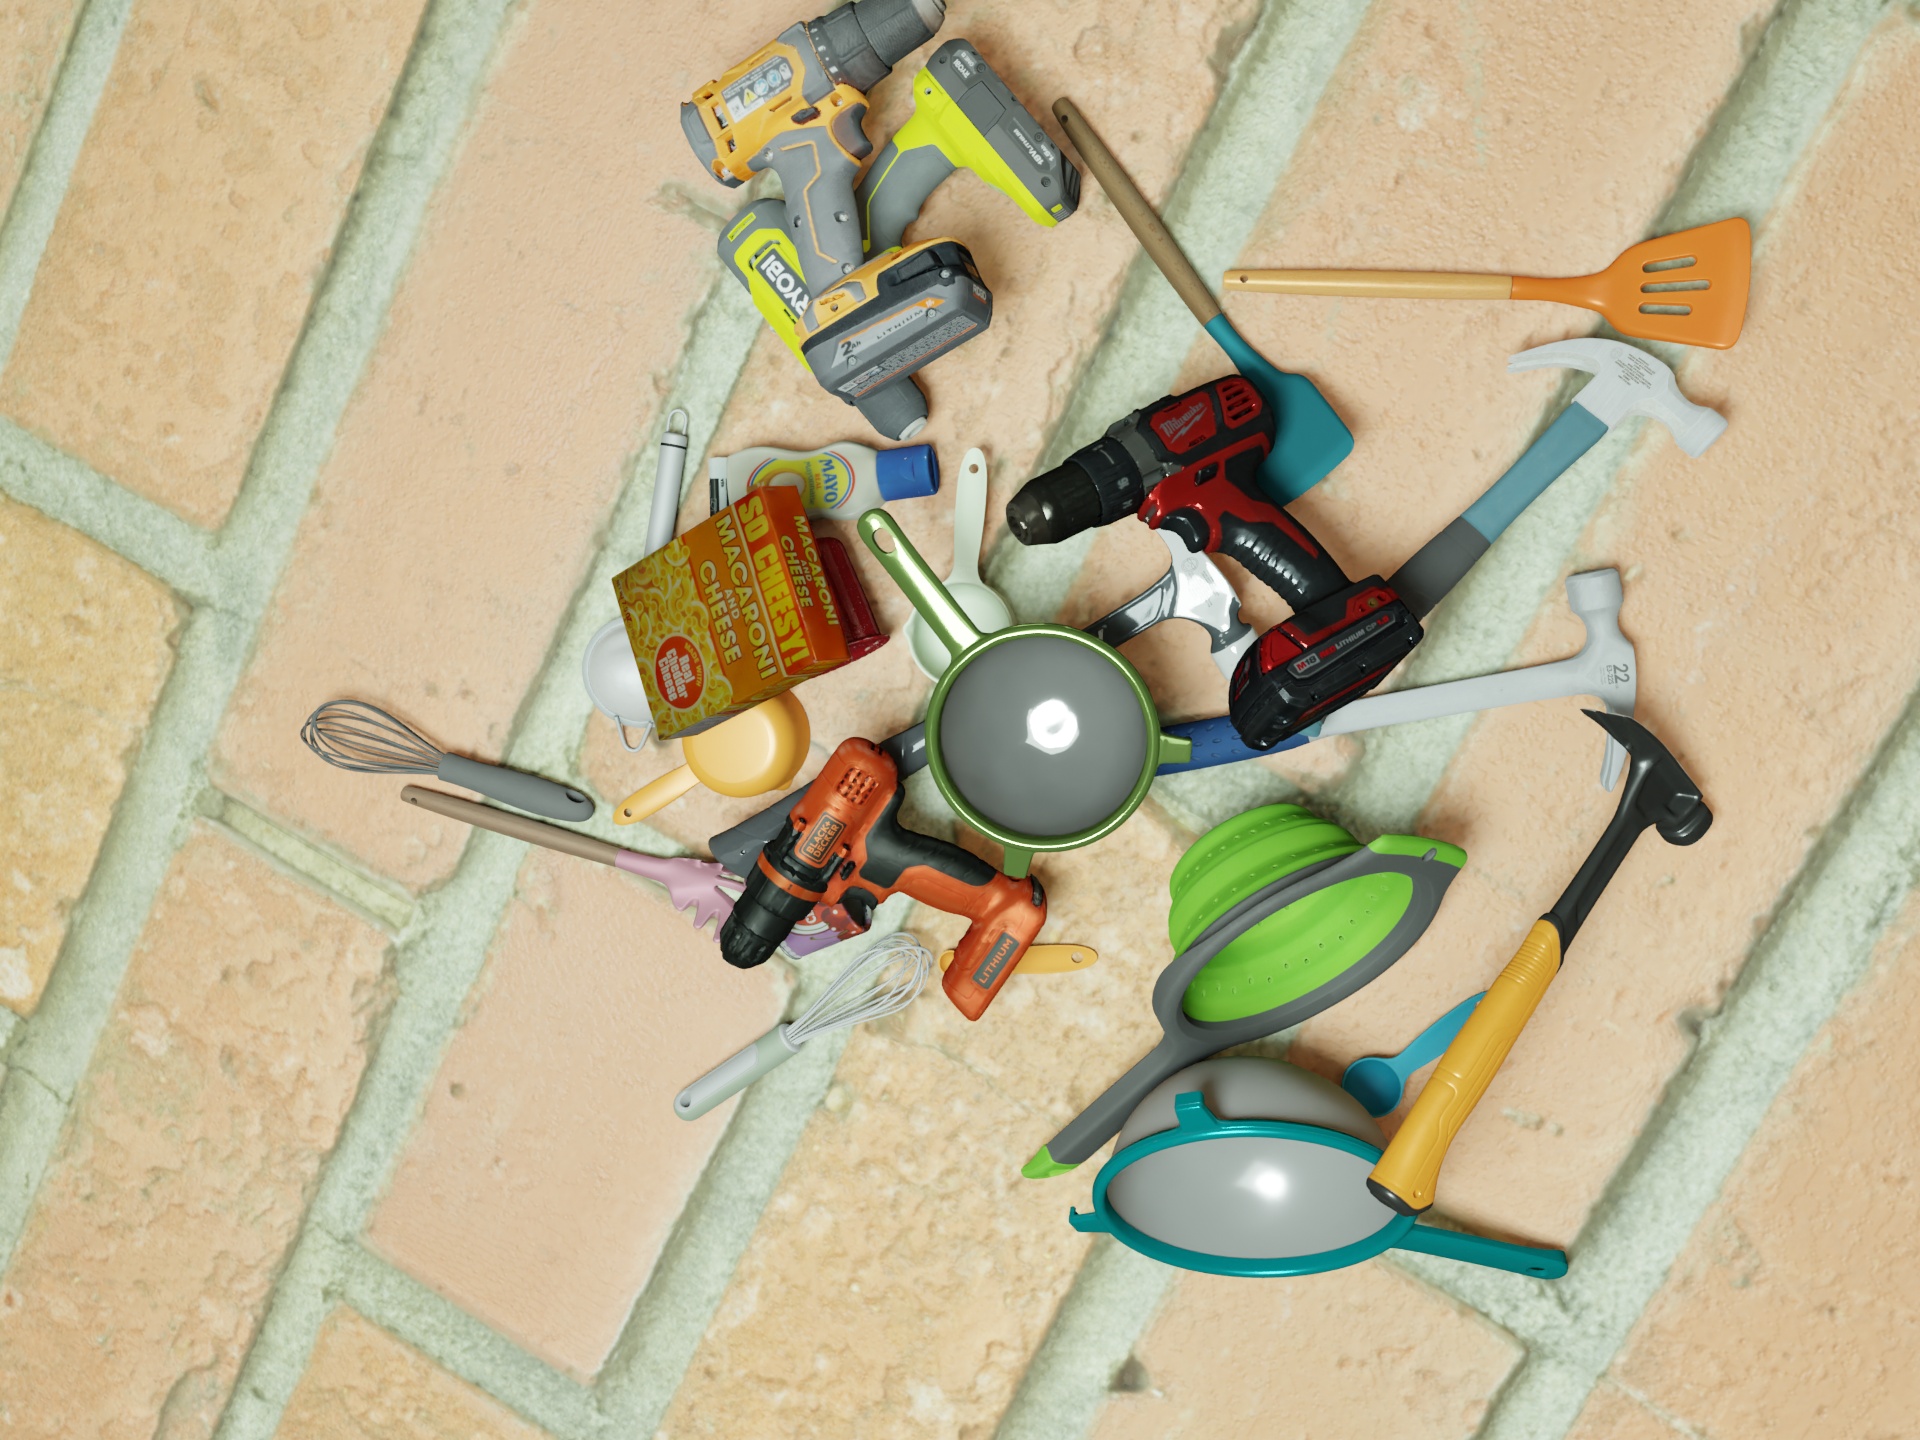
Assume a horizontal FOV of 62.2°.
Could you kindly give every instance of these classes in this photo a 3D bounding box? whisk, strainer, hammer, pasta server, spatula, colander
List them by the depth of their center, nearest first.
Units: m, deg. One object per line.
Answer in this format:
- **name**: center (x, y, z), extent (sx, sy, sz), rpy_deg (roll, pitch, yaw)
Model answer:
- **hammer**: center (0.349, 0.154, 0.986), extent (0.127, 0.034, 0.337), rpy_deg (42, 78, -28)
- **hammer**: center (0.324, -0.112, 1.028), extent (0.331, 0.033, 0.128), rpy_deg (-45, 74, 6)
- **spatula**: center (0.332, -0.284, 1.031), extent (0.322, 0.041, 0.081), rpy_deg (5, 95, 12)
- **strainer**: center (0.023, -0.036, 1.032), extent (0.151, 0.069, 0.256), rpy_deg (-37, 93, 16)
- **spatula**: center (0.151, -0.289, 1.066), extent (0.082, 0.044, 0.317), rpy_deg (-38, 85, 40)
- **hammer**: center (0.246, 0.007, 1.080), extent (0.405, 0.035, 0.144), rpy_deg (-11, 93, 13)
- **strainer**: center (0.255, 0.304, 1.081), extent (0.340, 0.095, 0.211), rpy_deg (15, 137, -11)
- **colander**: center (0.157, 0.175, 1.086), extent (0.397, 0.204, 0.095), rpy_deg (-48, 50, 28)
- **hammer**: center (-0.002, -0.003, 1.095), extent (0.409, 0.036, 0.149), rpy_deg (-30, 96, 13)
- **strainer**: center (-0.228, -0.101, 1.170), extent (0.087, 0.050, 0.258), rpy_deg (10, 94, 1)
- **whisk**: center (-0.120, 0.231, 1.177), extent (0.246, 0.059, 0.058), rpy_deg (-36, 51, 17)
- **pasta server**: center (-0.286, 0.099, 1.202), extent (0.316, 0.040, 0.060), rpy_deg (15, 114, 11)
- **whisk**: center (-0.392, 0.035, 1.217), extent (0.239, 0.055, 0.055), rpy_deg (17, 99, 5)

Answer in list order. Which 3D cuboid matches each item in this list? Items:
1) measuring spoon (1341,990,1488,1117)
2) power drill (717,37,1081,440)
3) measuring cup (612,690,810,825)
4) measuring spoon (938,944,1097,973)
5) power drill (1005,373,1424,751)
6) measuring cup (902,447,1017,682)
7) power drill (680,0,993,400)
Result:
- **measuring spoon**: center (0.319, 0.227, 1.101), extent (0.128, 0.021, 0.042), rpy_deg (-37, 87, 4)
- **power drill**: center (-0.031, -0.324, 1.086), extent (0.228, 0.080, 0.190), rpy_deg (-40, 86, 16)
- **measuring cup**: center (-0.194, 0.034, 1.167), extent (0.173, 0.052, 0.095), rpy_deg (-31, 89, 11)
- **measuring spoon**: center (0.042, 0.174, 1.156), extent (0.117, 0.011, 0.021), rpy_deg (-4, 95, 9)
- **power drill**: center (0.154, -0.096, 0.987), extent (0.188, 0.080, 0.227), rpy_deg (-27, 74, -18)
- **measuring cup**: center (0.007, -0.106, 1.120), extent (0.083, 0.038, 0.167), rpy_deg (5, 95, 11)
- **power drill**: center (-0.059, -0.344, 1.014), extent (0.185, 0.084, 0.226), rpy_deg (-27, 84, 18)
